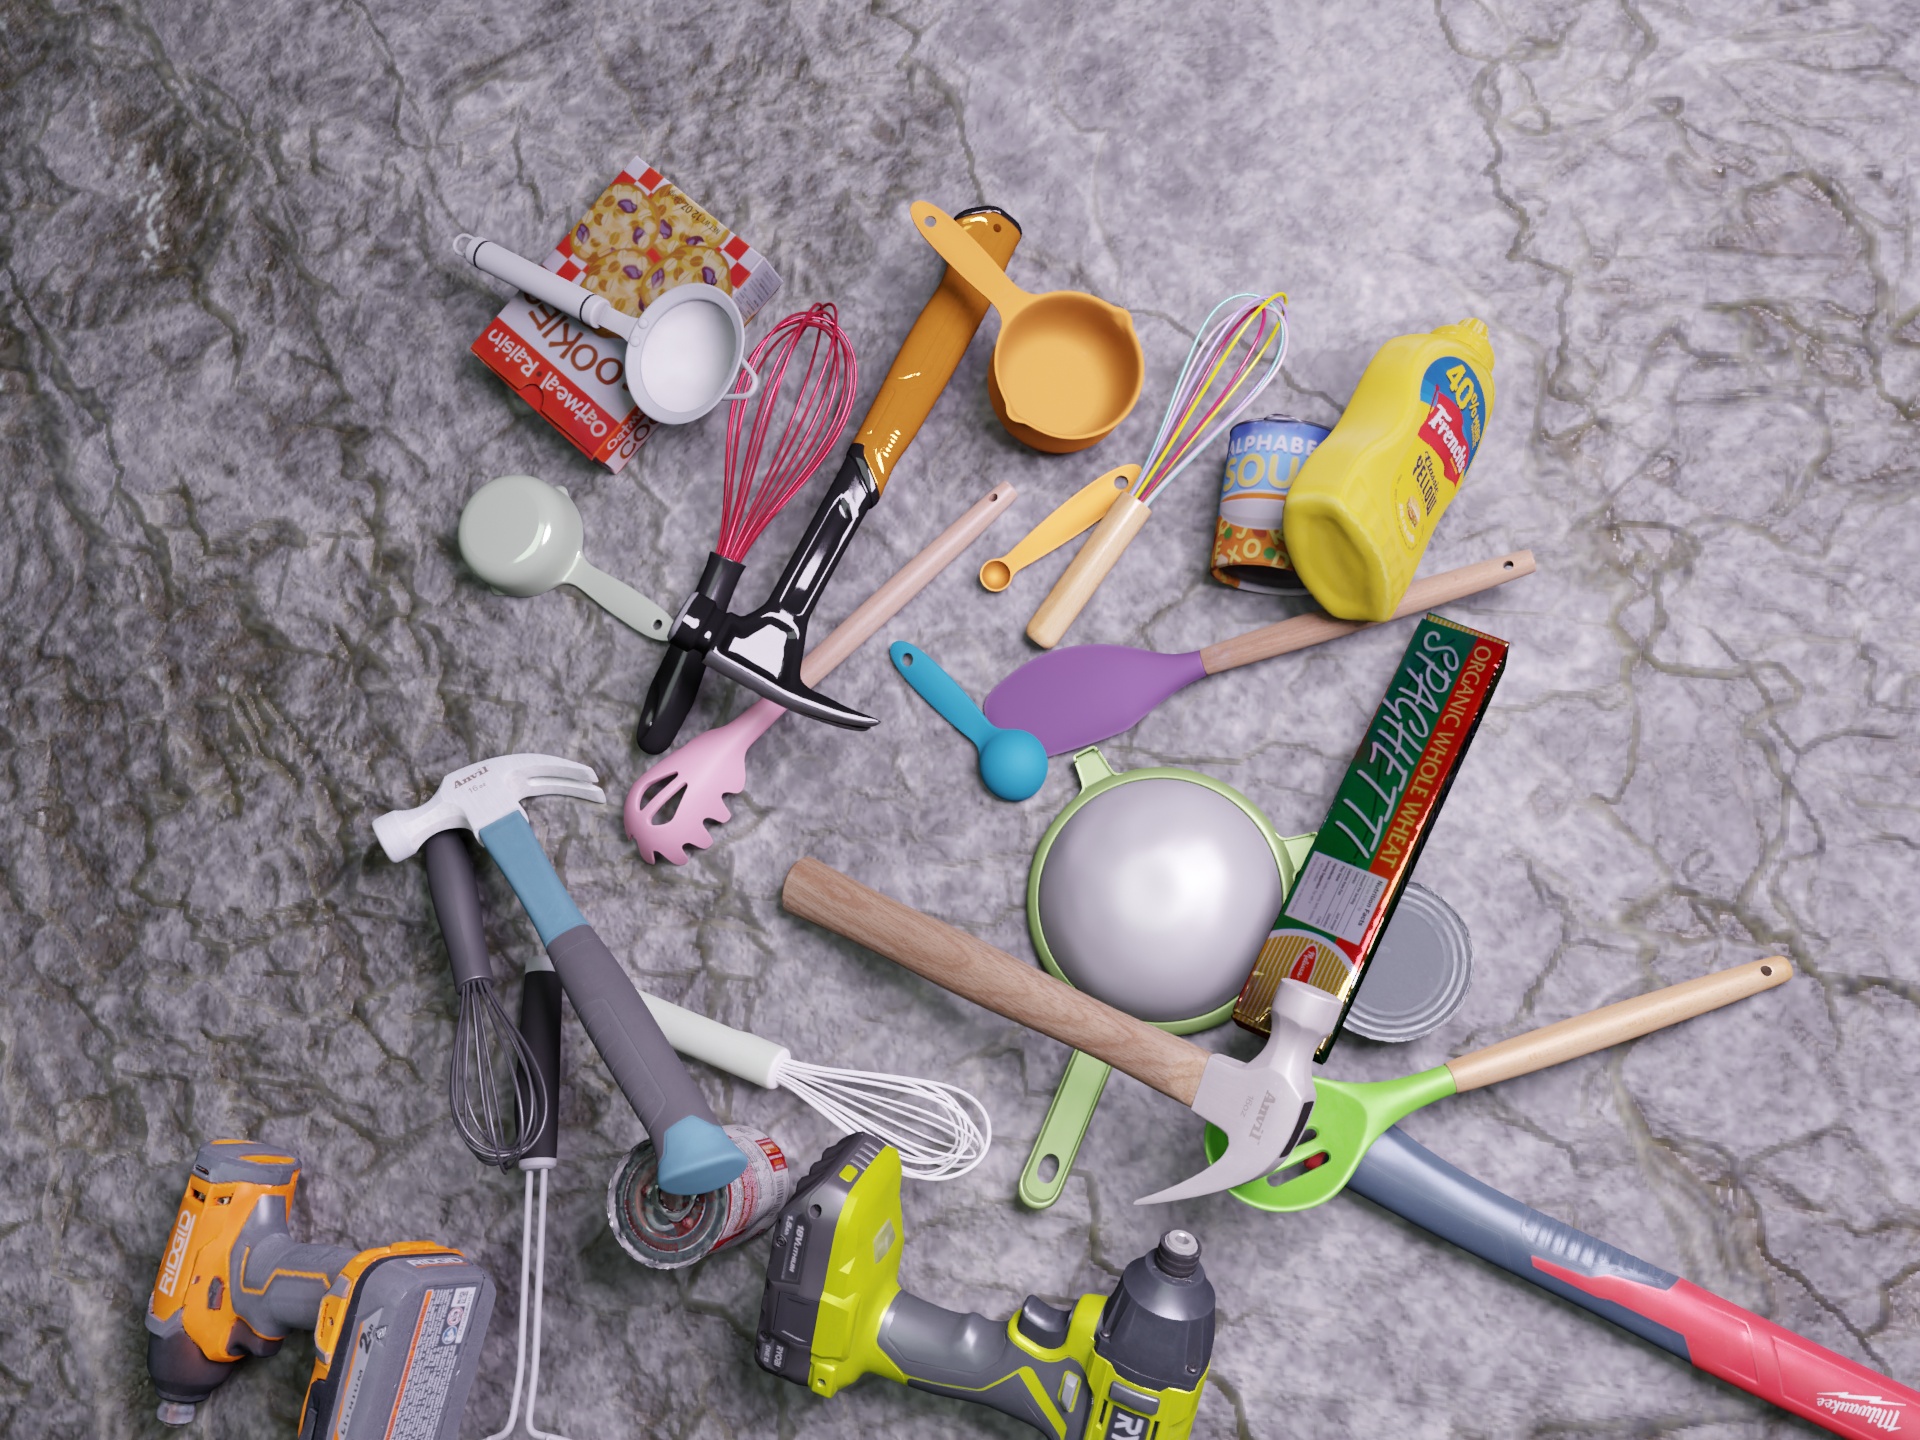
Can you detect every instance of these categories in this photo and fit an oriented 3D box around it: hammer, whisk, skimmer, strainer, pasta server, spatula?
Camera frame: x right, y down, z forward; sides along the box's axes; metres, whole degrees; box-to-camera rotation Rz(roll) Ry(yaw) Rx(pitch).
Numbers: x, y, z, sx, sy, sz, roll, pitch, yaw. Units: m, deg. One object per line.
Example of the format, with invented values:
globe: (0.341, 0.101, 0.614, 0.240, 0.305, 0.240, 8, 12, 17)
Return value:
hammer: (0.349, 0.308, 0.781, 0.386, 0.038, 0.143, 23, 87, 17)
hammer: (0.031, 0.146, 0.841, 0.331, 0.031, 0.130, 20, 92, 34)
whisk: (0.113, -0.146, 0.919, 0.051, 0.047, 0.245, 35, 94, -9)
skimmer: (-0.234, 0.323, 0.923, 0.127, 0.090, 0.364, -10, 67, 15)
whisk: (-0.097, 0.201, 0.908, 0.246, 0.057, 0.059, 18, 50, 19)
strainer: (0.084, 0.143, 0.859, 0.151, 0.069, 0.256, 22, 84, 16)
pasta server: (-0.084, -0.032, 0.958, 0.316, 0.040, 0.060, -43, 73, -1)
whisk: (-0.287, 0.154, 0.935, 0.055, 0.055, 0.239, -29, 57, 7)
strainer: (-0.217, -0.249, 0.979, 0.258, 0.050, 0.087, 29, 96, 19)
whisk: (-0.134, -0.116, 0.969, 0.073, 0.073, 0.296, 23, 91, 16)
hammer: (-0.214, 0.133, 0.890, 0.128, 0.033, 0.331, -30, 52, -17)
spatula: (0.160, -0.042, 0.891, 0.316, 0.018, 0.060, -17, 78, 17)
hammer: (-0.039, -0.160, 0.934, 0.127, 0.034, 0.337, 29, 74, -11)

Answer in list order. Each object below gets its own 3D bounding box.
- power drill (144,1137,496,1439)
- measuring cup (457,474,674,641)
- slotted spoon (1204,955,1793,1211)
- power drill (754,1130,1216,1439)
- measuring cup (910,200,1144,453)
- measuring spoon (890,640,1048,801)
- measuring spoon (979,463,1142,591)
power drill: (-0.380, 0.349, 0.906, 0.227, 0.084, 0.164, 10, 82, 34)
measuring cup: (-0.247, -0.097, 1.000, 0.168, 0.038, 0.083, 32, 88, 19)
slotted spoon: (0.273, 0.176, 0.806, 0.314, 0.031, 0.070, -18, 64, -2)
power drill: (0.016, 0.306, 0.818, 0.223, 0.080, 0.171, 17, 110, 16)
measuring cup: (0.030, -0.231, 0.932, 0.095, 0.052, 0.173, -43, 88, -9)
measuring spoon: (-0.001, -0.003, 0.929, 0.129, 0.021, 0.042, 45, 108, 19)
measuring spoon: (0.061, -0.115, 0.947, 0.117, 0.011, 0.021, -37, 85, 1)
